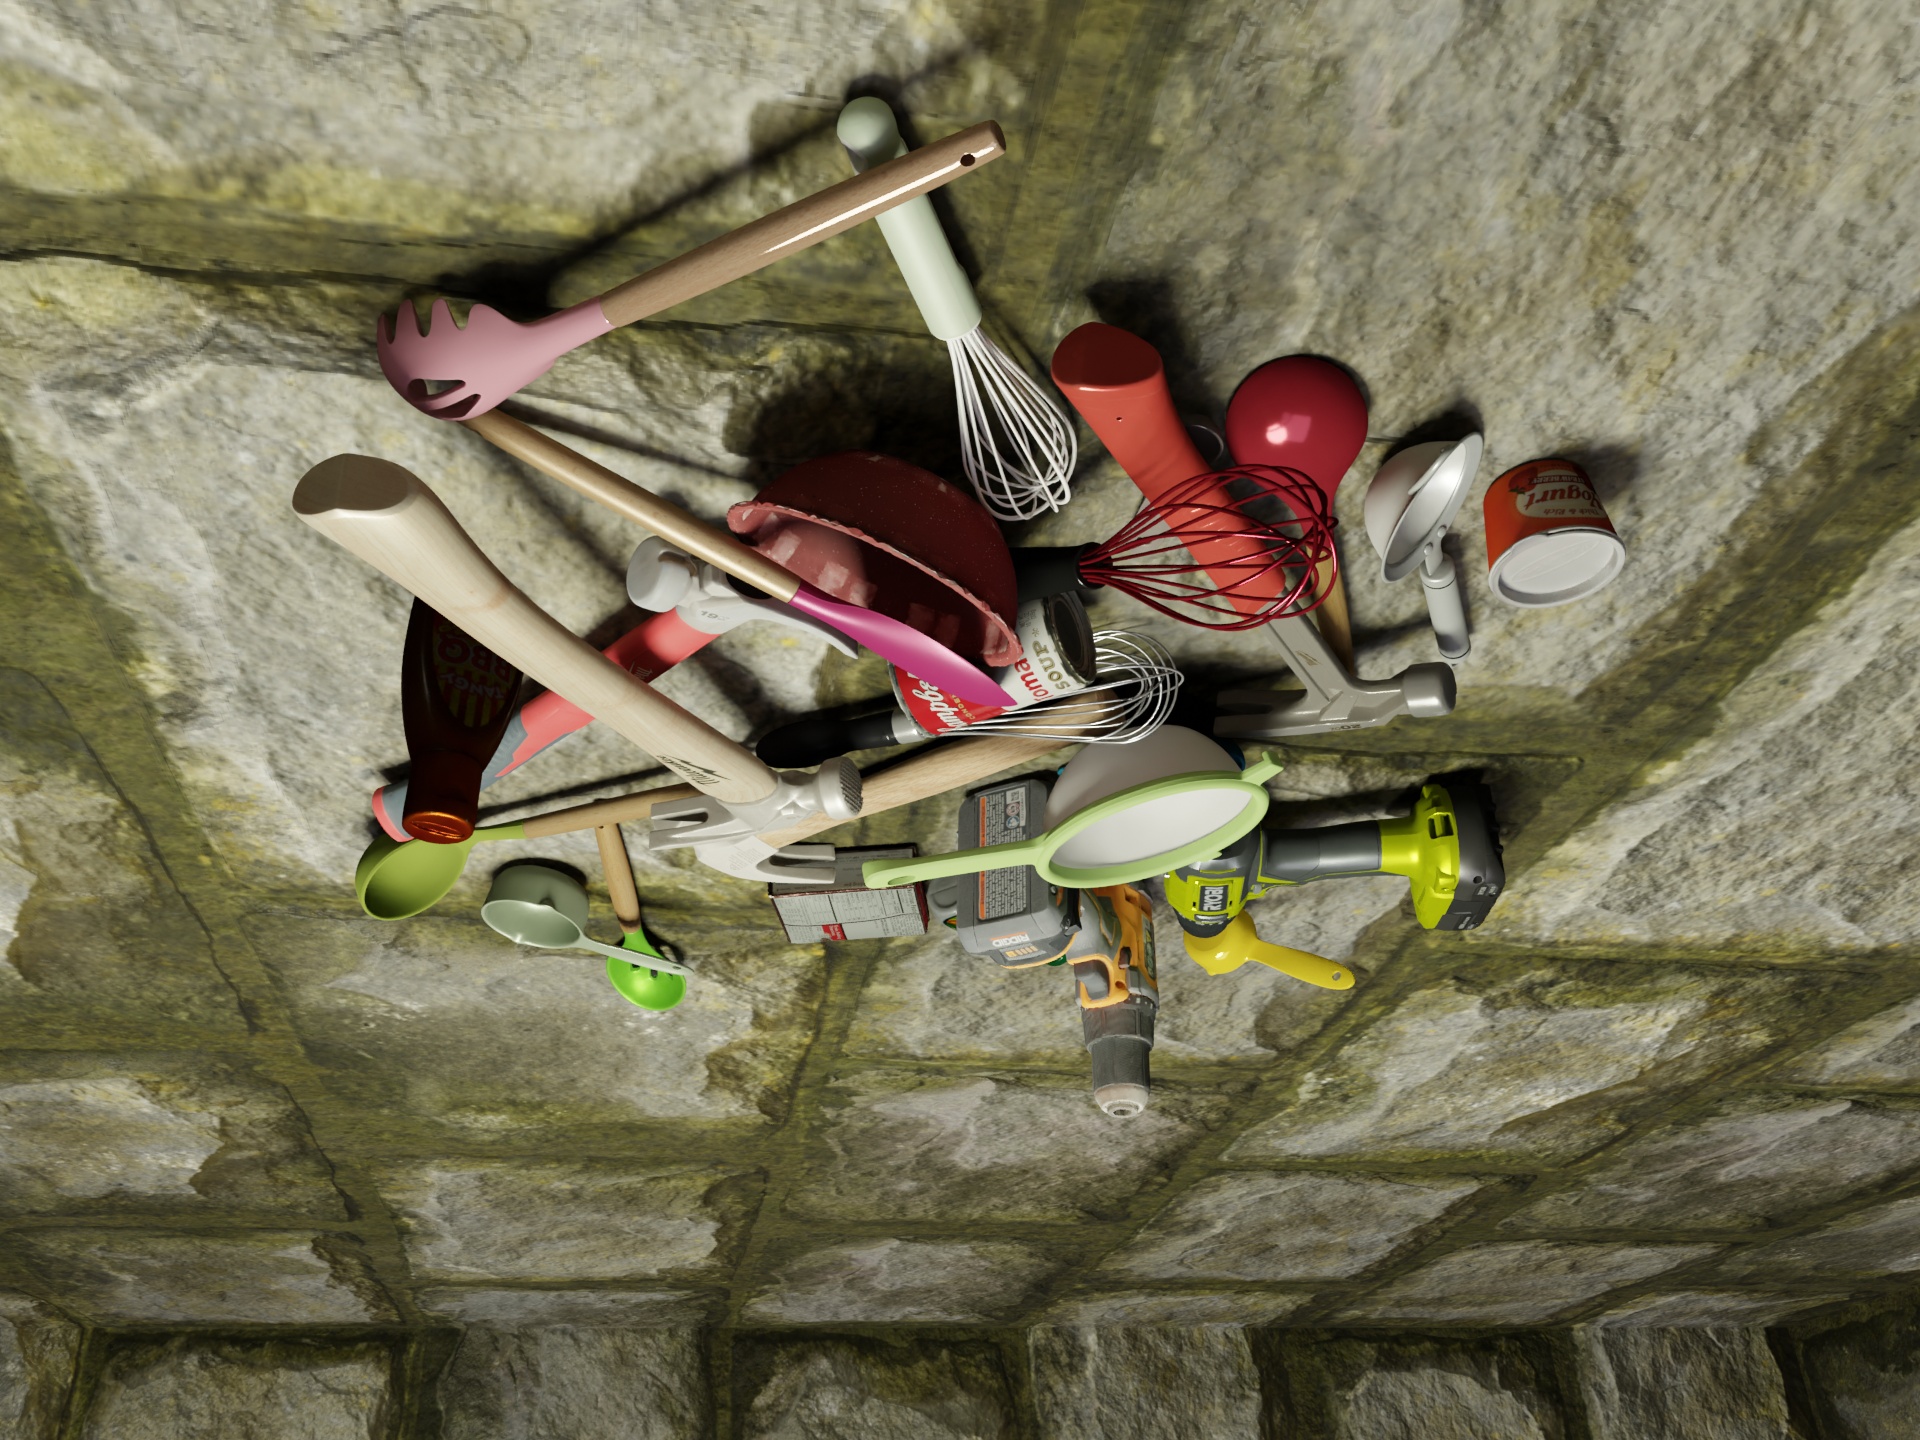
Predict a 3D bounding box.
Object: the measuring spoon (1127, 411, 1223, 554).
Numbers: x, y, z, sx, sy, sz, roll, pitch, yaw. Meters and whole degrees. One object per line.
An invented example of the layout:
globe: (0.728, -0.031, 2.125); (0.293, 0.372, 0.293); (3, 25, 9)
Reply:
measuring spoon: (0.107, -0.123, 0.825); (0.034, 0.018, 0.124); (11, 154, -4)

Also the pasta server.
pasta server: (-0.123, -0.186, 0.662); (0.316, 0.040, 0.060); (-15, 146, 25)

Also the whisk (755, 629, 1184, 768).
whisk: (-0.002, -0.003, 0.975); (0.284, 0.070, 0.070); (-10, 148, 21)

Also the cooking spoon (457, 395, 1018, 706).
cooking spoon: (-0.107, -0.078, 0.806); (0.318, 0.017, 0.069); (29, 169, -19)

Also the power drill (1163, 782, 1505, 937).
power drill: (0.261, 0.110, 1.154); (0.228, 0.080, 0.190); (-3, 153, 5)

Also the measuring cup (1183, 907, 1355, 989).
measuring cup: (0.235, 0.177, 1.227); (0.029, 0.062, 0.157); (33, 167, -38)

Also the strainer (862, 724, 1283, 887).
strainer: (0.061, 0.053, 0.985); (0.256, 0.069, 0.151); (-8, 154, -12)

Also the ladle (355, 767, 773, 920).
ladle: (-0.269, 0.080, 1.075); (0.320, 0.062, 0.078); (-12, 159, 18)

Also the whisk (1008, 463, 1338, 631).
whisk: (0.075, -0.076, 0.760); (0.073, 0.073, 0.296); (17, 172, -29)

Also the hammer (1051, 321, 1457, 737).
hammer: (0.136, -0.082, 0.834); (0.149, 0.037, 0.358); (-6, 151, 33)

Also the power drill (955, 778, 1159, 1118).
power drill: (0.080, 0.166, 1.132); (0.084, 0.186, 0.226); (-16, 143, 23)

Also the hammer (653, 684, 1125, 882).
hammer: (-0.040, 0.044, 1.068); (0.331, 0.031, 0.129); (-21, 144, 27)

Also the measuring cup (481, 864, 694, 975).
measuring cup: (-0.276, 0.153, 1.204); (0.167, 0.038, 0.083); (22, 145, -21)

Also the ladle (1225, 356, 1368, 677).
ladle: (0.199, -0.085, 0.878); (0.069, 0.031, 0.315); (-11, 149, 13)

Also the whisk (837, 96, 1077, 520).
whisk: (0.002, -0.173, 0.709); (0.059, 0.058, 0.246); (-39, 142, -6)

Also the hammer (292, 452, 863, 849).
hammer: (-0.202, -0.018, 0.843); (0.146, 0.038, 0.410); (-12, 153, 19)

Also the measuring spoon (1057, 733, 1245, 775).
measuring spoon: (0.127, 0.024, 1.066); (0.128, 0.021, 0.042); (-4, 149, 21)

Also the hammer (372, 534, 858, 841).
hammer: (-0.233, 0.000, 0.967); (0.143, 0.038, 0.386); (16, 147, -42)

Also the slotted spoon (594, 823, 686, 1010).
slotted spoon: (-0.255, 0.146, 1.226); (0.070, 0.031, 0.313); (12, 147, 5)

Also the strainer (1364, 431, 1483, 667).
strainer: (0.256, -0.086, 0.866); (0.087, 0.050, 0.258); (-51, 148, -5)
